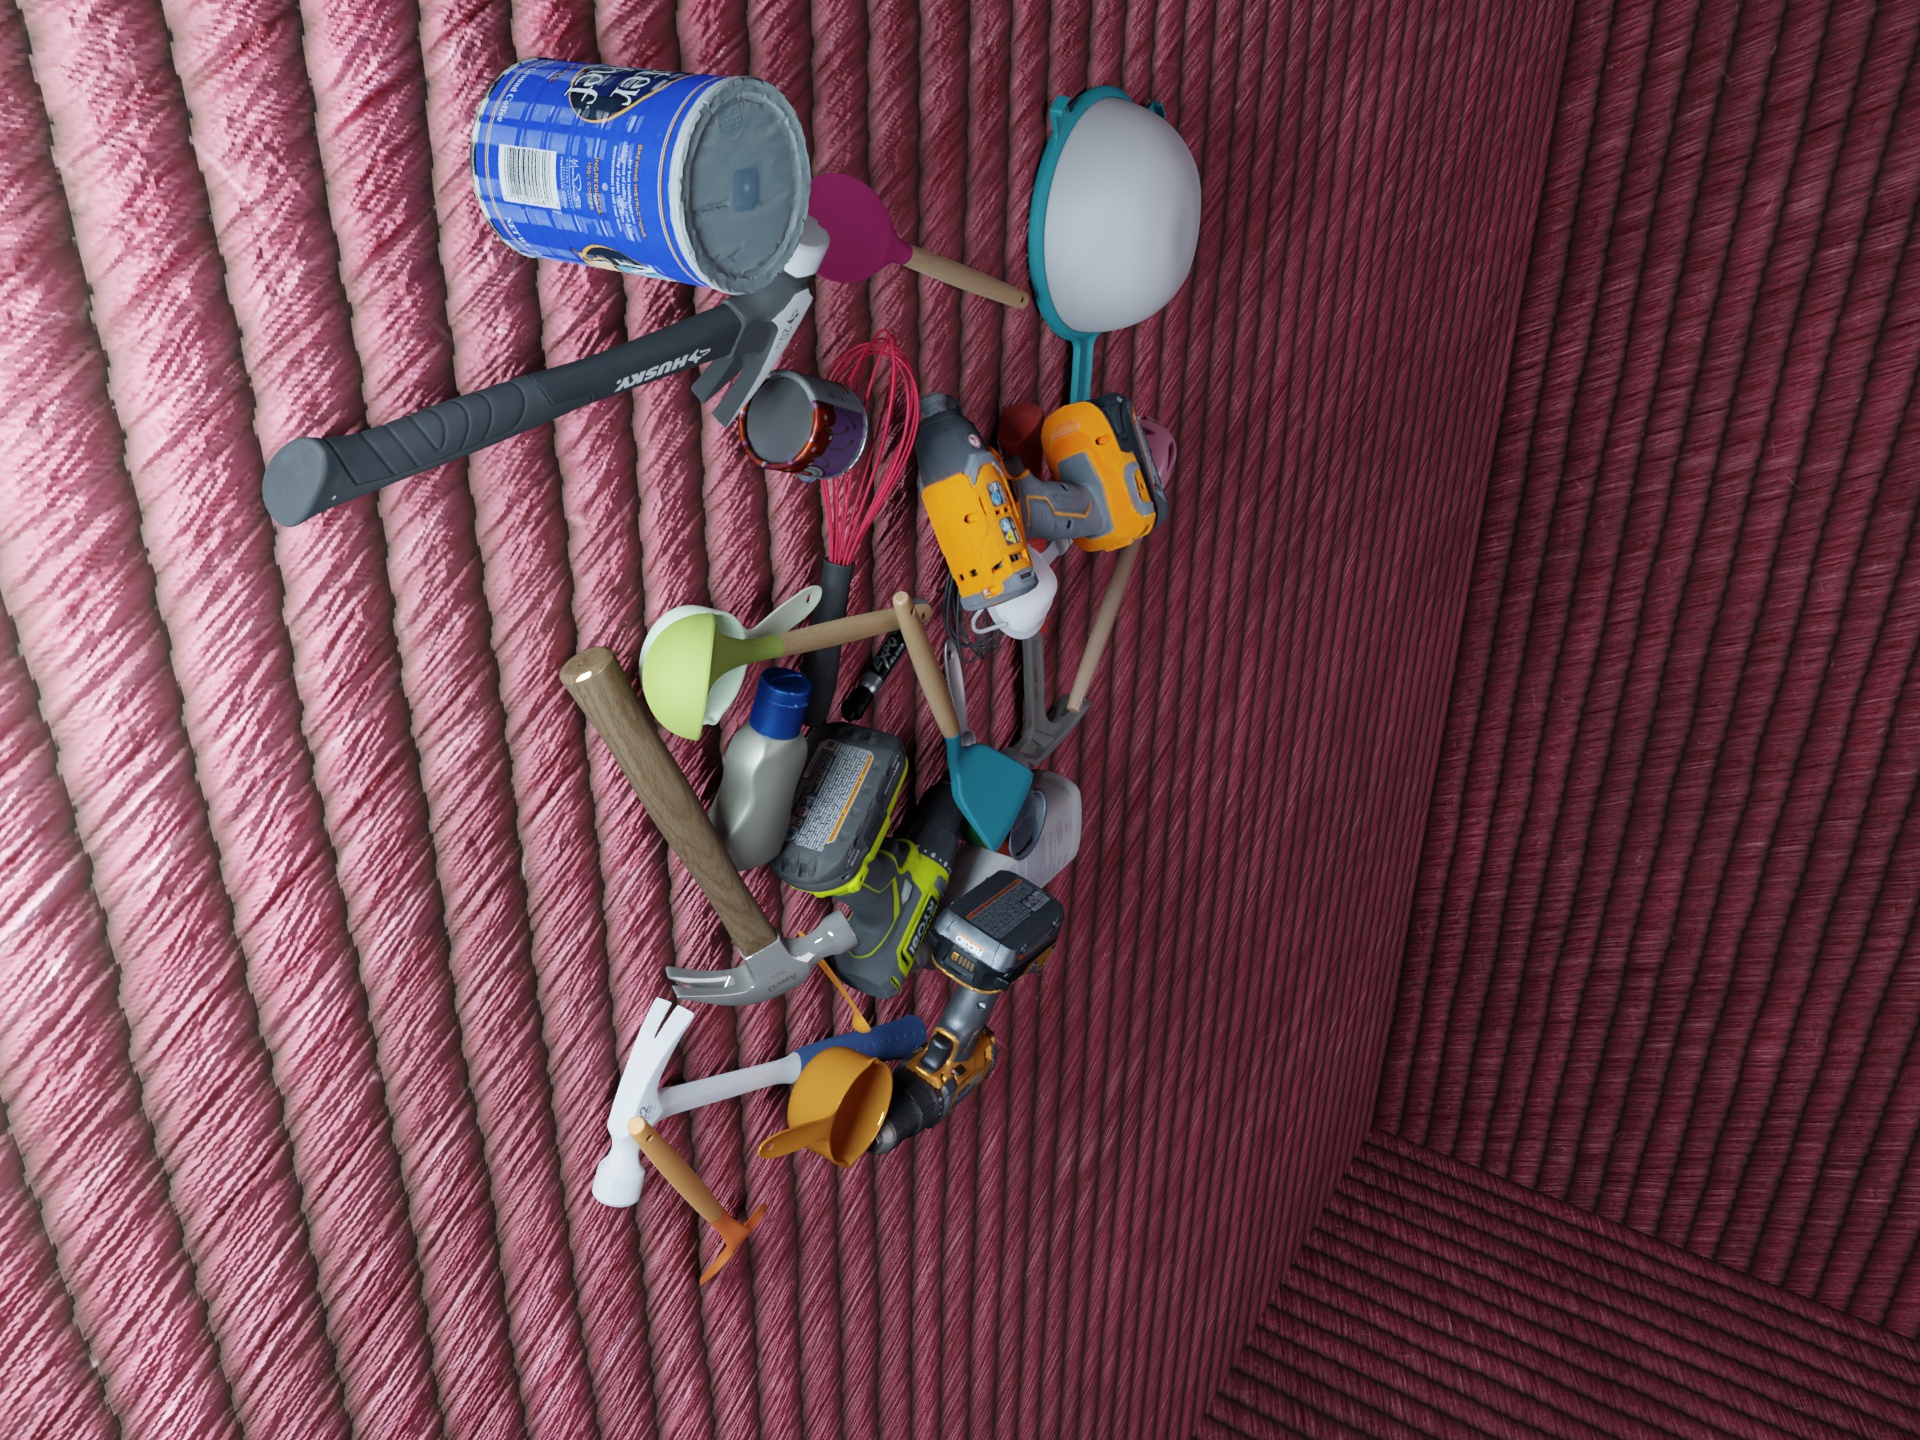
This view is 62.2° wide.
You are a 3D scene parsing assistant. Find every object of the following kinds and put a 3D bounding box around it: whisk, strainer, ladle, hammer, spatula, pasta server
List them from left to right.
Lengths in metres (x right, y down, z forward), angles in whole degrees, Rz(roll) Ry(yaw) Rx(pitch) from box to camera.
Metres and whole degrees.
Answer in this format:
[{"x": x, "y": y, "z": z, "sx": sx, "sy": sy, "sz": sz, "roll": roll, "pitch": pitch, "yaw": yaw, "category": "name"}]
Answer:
[{"x": -0.214, "y": -0.173, "z": 0.850, "sx": 0.335, "sy": 0.035, "sz": 0.146, "roll": -34, "pitch": 169, "yaw": -39, "category": "hammer"}, {"x": -0.180, "y": 0.080, "z": 1.061, "sx": 0.130, "sy": 0.031, "sz": 0.331, "roll": -30, "pitch": 132, "yaw": -8, "category": "hammer"}, {"x": -0.195, "y": 0.350, "z": 1.170, "sx": 0.081, "sy": 0.041, "sz": 0.322, "roll": -49, "pitch": 151, "yaw": -22, "category": "spatula"}, {"x": -0.139, "y": 0.276, "z": 1.282, "sx": 0.405, "sy": 0.035, "sz": 0.144, "roll": 5, "pitch": 101, "yaw": -62, "category": "hammer"}, {"x": -0.098, "y": -0.050, "z": 1.064, "sx": 0.320, "sy": 0.062, "sz": 0.078, "roll": -19, "pitch": 125, "yaw": -57, "category": "ladle"}, {"x": -0.083, "y": -0.132, "z": 1.134, "sx": 0.073, "sy": 0.073, "sz": 0.295, "roll": -21, "pitch": 128, "yaw": -57, "category": "whisk"}, {"x": -0.002, "y": -0.004, "z": 1.243, "sx": 0.082, "sy": 0.044, "sz": 0.317, "roll": -62, "pitch": 156, "yaw": -23, "category": "spatula"}, {"x": 0.001, "y": -0.151, "z": 1.293, "sx": 0.055, "sy": 0.055, "sz": 0.238, "roll": -44, "pitch": 137, "yaw": -43, "category": "whisk"}, {"x": 0.069, "y": -0.119, "z": 1.439, "sx": 0.149, "sy": 0.037, "sz": 0.358, "roll": -45, "pitch": 142, "yaw": -42, "category": "hammer"}, {"x": 0.081, "y": -0.148, "z": 1.352, "sx": 0.086, "sy": 0.050, "sz": 0.258, "roll": 63, "pitch": 38, "yaw": -23, "category": "strainer"}, {"x": 0.153, "y": -0.153, "z": 1.542, "sx": 0.060, "sy": 0.040, "sz": 0.316, "roll": 48, "pitch": 59, "yaw": -59, "category": "pasta server"}, {"x": 0.144, "y": -0.364, "z": 1.373, "sx": 0.211, "sy": 0.095, "sz": 0.340, "roll": -28, "pitch": 128, "yaw": -53, "category": "strainer"}]

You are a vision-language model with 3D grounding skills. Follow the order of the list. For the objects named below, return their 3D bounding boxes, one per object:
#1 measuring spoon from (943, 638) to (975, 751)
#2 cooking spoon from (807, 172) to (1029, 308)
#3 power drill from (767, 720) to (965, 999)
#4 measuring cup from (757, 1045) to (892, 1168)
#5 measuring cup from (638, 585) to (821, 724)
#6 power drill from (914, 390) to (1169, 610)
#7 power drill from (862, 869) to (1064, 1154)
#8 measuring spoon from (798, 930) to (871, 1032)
[{"x": -0.008, "y": -0.016, "z": 1.386, "sx": 0.034, "sy": 0.018, "sz": 0.124, "roll": -40, "pitch": 132, "yaw": -46, "category": "measuring spoon"}, {"x": -0.028, "y": -0.334, "z": 1.159, "sx": 0.318, "sy": 0.017, "sz": 0.068, "roll": -5, "pitch": 111, "yaw": -60, "category": "cooking spoon"}, {"x": -0.065, "y": 0.098, "z": 1.276, "sx": 0.191, "sy": 0.080, "sz": 0.228, "roll": -65, "pitch": 154, "yaw": -22, "category": "power drill"}, {"x": -0.121, "y": 0.306, "z": 1.241, "sx": 0.173, "sy": 0.052, "sz": 0.095, "roll": -1, "pitch": 106, "yaw": -59, "category": "measuring cup"}, {"x": -0.153, "y": -0.058, "z": 1.068, "sx": 0.167, "sy": 0.038, "sz": 0.083, "roll": -41, "pitch": 139, "yaw": -48, "category": "measuring cup"}, {"x": 0.057, "y": -0.190, "z": 1.241, "sx": 0.226, "sy": 0.084, "sz": 0.164, "roll": -26, "pitch": 97, "yaw": -45, "category": "power drill"}, {"x": -0.008, "y": 0.257, "z": 1.359, "sx": 0.185, "sy": 0.084, "sz": 0.226, "roll": -28, "pitch": 144, "yaw": -56, "category": "power drill"}, {"x": -0.105, "y": 0.215, "z": 1.297, "sx": 0.011, "sy": 0.021, "sz": 0.116, "roll": -37, "pitch": 119, "yaw": -14, "category": "measuring spoon"}]
